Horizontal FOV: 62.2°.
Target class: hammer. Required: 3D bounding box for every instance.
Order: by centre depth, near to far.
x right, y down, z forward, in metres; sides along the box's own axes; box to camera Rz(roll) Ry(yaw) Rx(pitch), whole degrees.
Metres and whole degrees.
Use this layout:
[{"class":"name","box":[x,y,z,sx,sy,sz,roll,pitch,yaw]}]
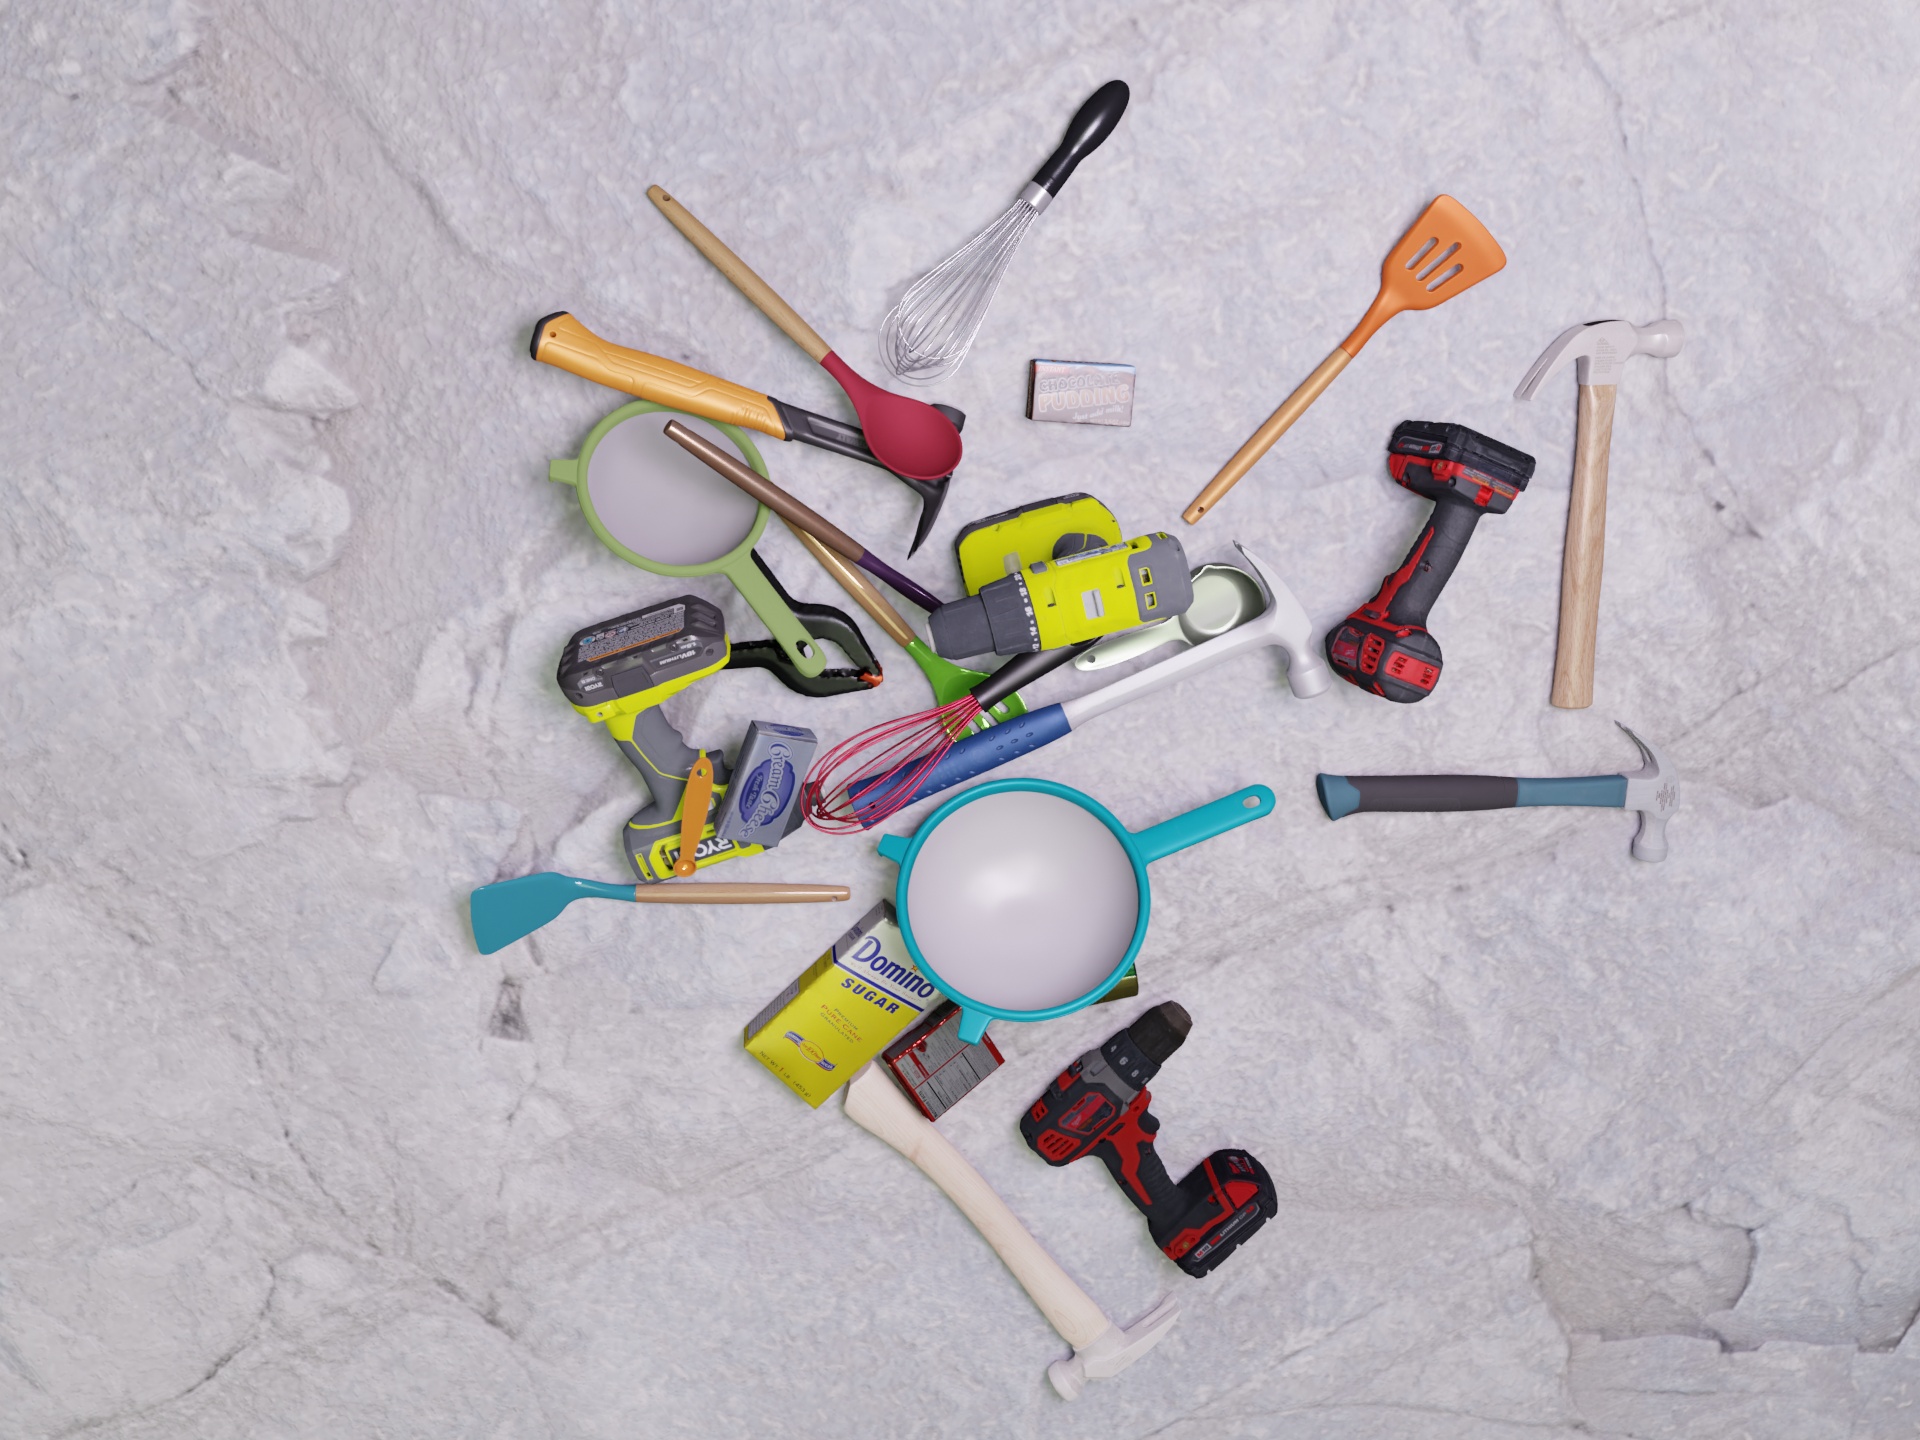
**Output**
[{"class":"hammer","box":[-0.166,-0.233,1.230,0.336,0.034,0.127,17,76,-13]},{"class":"hammer","box":[0.095,-0.013,1.316,0.405,0.035,0.144,-23,105,4]},{"class":"hammer","box":[0.531,-0.170,1.353,0.130,0.031,0.331,-3,107,-5]},{"class":"hammer","box":[0.479,0.066,1.417,0.331,0.033,0.128,0,107,-6]},{"class":"hammer","box":[0.040,0.464,1.489,0.146,0.038,0.410,-38,106,4]}]

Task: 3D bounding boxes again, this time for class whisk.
[{"class":"whisk","box":[0.039,-0.378,1.232,0.070,0.070,0.284,38,95,-15]},{"class":"whisk","box":[-0.002,-0.004,1.275,0.296,0.073,0.073,-35,107,0]}]

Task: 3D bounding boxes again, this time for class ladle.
[{"class":"ladle","box":[-0.123,-0.297,1.222,0.315,0.031,0.069,44,64,-3]}]

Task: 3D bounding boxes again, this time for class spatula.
[{"class":"spatula","box":[-0.099,-0.143,1.249,0.315,0.060,0.018,33,87,-27]},{"class":"spatula","box":[0.298,-0.280,1.292,0.081,0.041,0.322,40,100,-16]},{"class":"spatula","box":[-0.253,0.158,1.365,0.317,0.044,0.082,0,130,-8]}]

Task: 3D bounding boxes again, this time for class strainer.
[{"class":"strainer","box":[-0.196,-0.131,1.247,0.151,0.069,0.256,-38,90,-27]},{"class":"strainer","box":[0.110,0.139,1.362,0.340,0.095,0.211,-21,67,-10]}]

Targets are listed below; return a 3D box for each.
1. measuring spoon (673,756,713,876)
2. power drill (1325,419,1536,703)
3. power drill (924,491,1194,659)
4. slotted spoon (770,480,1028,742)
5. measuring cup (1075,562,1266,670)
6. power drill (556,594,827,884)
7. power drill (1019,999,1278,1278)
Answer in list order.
[{"class":"measuring spoon","box":[-0.216,0.077,1.287,0.021,0.011,0.116,4,120,-19]},{"class":"power drill","box":[0.368,-0.128,1.299,0.078,0.143,0.219,19,97,-15]},{"class":"power drill","box":[0.061,-0.107,1.220,0.190,0.229,0.080,-15,108,-1]},{"class":"slotted spoon","box":[-0.058,-0.086,1.321,0.070,0.031,0.313,-42,104,7]},{"class":"measuring cup","box":[0.173,-0.080,1.341,0.167,0.038,0.083,-21,107,3]},{"class":"power drill","box":[-0.217,0.018,1.295,0.171,0.080,0.223,-18,122,1]},{"class":"power drill","box":[0.191,0.380,1.461,0.188,0.080,0.226,-44,103,7]}]
